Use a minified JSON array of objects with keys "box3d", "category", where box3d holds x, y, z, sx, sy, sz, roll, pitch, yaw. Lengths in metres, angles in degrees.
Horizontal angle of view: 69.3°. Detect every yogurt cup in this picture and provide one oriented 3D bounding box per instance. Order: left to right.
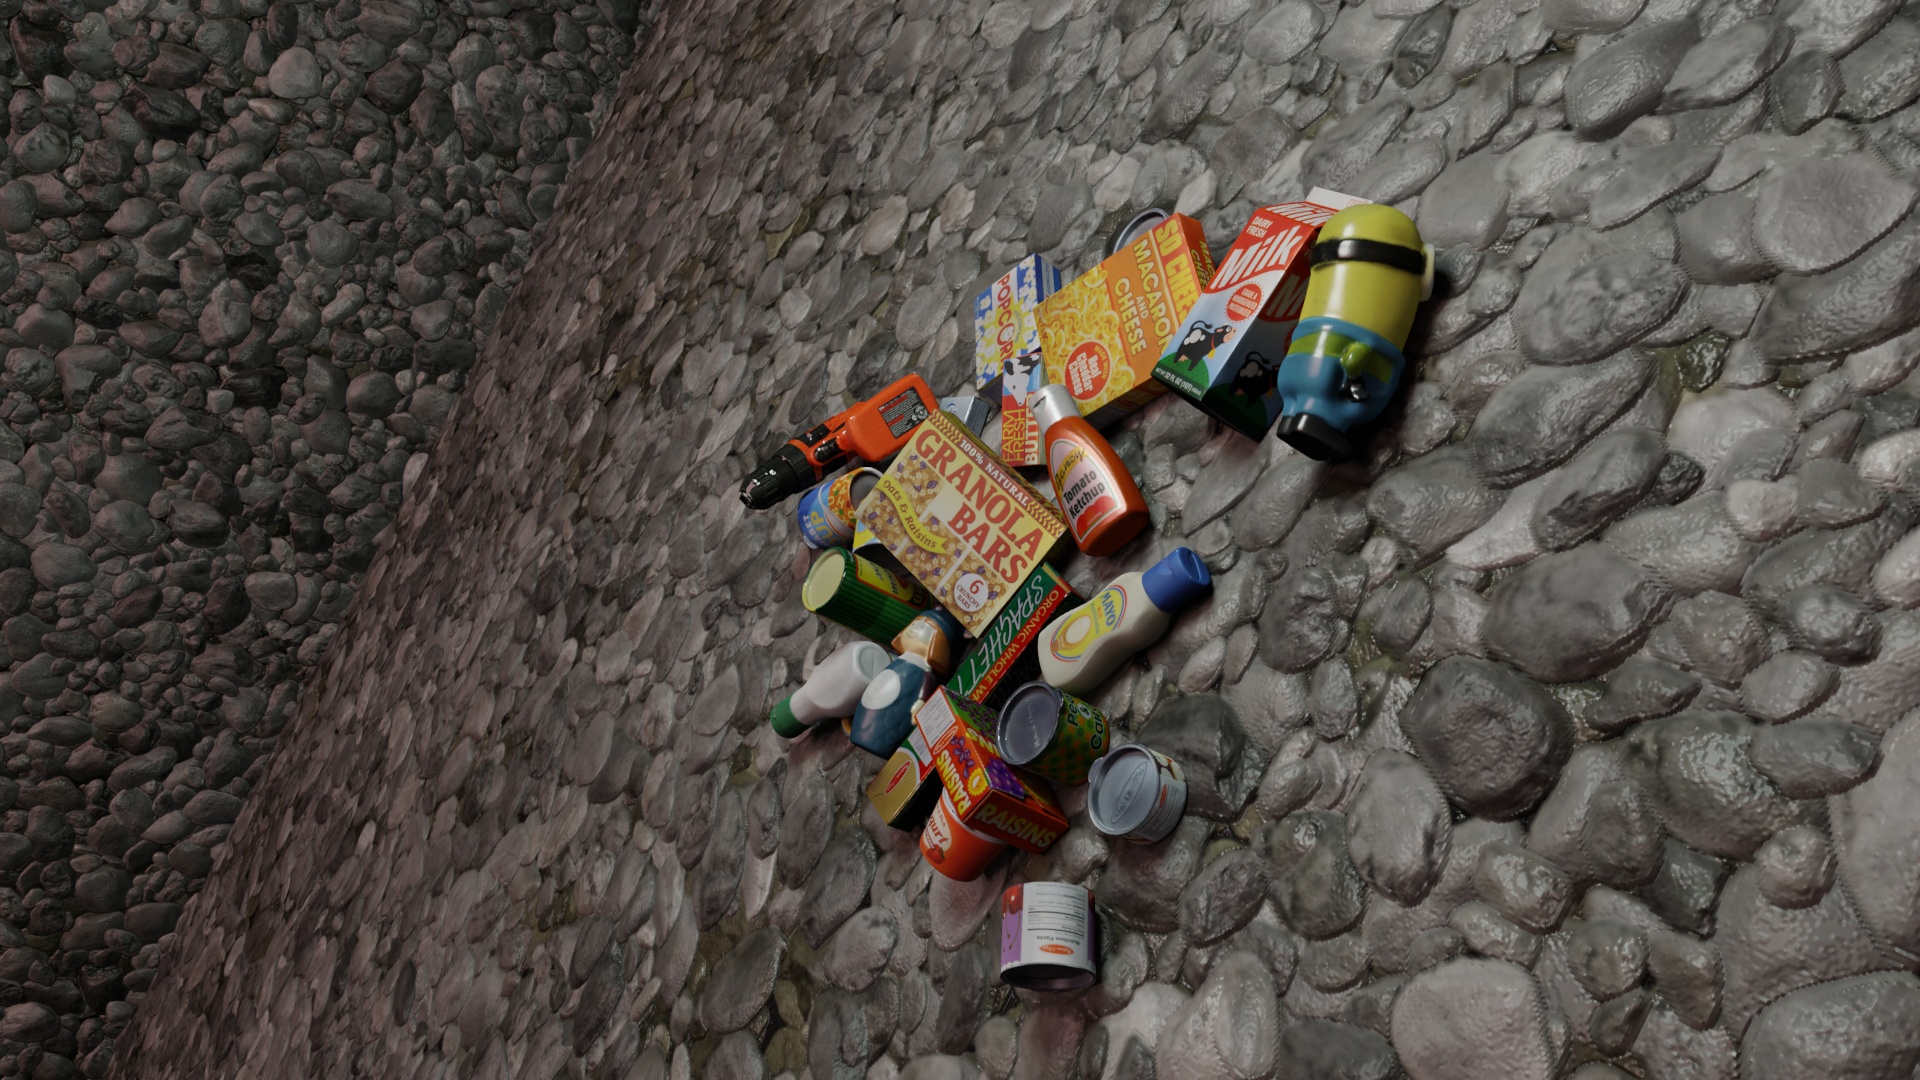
[{"box3d":[0.005,0.226,1.076,0.053,0.072,0.073,-58,33,20],"category":"yogurt cup"}]

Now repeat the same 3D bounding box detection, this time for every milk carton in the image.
[{"box3d":[0.235,-0.179,1.047,0.190,0.073,0.072,-58,34,6],"category":"milk carton"}]

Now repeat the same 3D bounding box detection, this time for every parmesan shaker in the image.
[{"box3d":[-0.084,0.055,1.274,0.071,0.103,0.071,-31,44,37],"category":"parmesan shaker"}]

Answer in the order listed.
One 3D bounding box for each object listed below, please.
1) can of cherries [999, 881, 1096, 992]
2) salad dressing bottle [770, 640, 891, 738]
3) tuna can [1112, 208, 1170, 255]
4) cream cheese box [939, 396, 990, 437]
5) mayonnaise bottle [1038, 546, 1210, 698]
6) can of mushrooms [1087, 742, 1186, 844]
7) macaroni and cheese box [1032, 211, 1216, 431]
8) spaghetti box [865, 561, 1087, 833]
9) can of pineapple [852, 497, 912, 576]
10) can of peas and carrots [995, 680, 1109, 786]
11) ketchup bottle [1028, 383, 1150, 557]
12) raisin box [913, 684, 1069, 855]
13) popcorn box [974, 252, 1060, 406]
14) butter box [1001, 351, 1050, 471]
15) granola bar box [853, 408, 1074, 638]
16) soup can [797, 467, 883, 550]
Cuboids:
[{"box3d":[0.060,0.276,0.966,0.071,0.071,0.059,-29,46,39],"category":"can of cherries"},{"box3d":[-0.123,0.142,1.292,0.147,0.044,0.064,-35,44,40],"category":"salad dressing bottle"},{"box3d":[0.168,-0.253,1.223,0.071,0.033,0.071,-32,44,37],"category":"tuna can"},{"box3d":[-0.010,-0.089,1.350,0.053,0.024,0.104,1,68,52],"category":"cream cheese box"},{"box3d":[0.123,0.059,1.056,0.147,0.041,0.065,-40,38,30],"category":"mayonnaise bottle"},{"box3d":[0.123,0.178,0.979,0.070,0.033,0.071,-31,45,38],"category":"can of mushrooms"},{"box3d":[0.144,-0.179,1.169,0.166,0.040,0.124,-29,64,38],"category":"macaroni and cheese box"},{"box3d":[0.013,0.131,1.147,0.249,0.028,0.050,-53,38,8],"category":"spaghetti box"},{"box3d":[-0.069,-0.004,1.331,0.070,0.071,0.058,-26,47,41],"category":"can of pineapple"},{"box3d":[0.071,0.145,1.048,0.070,0.058,0.071,-31,45,36],"category":"can of peas and carrots"},{"box3d":[0.099,-0.062,1.135,0.064,0.043,0.149,-44,54,32],"category":"ketchup bottle"},{"box3d":[0.023,0.175,1.065,0.040,0.086,0.124,-48,36,14],"category":"raisin box"},{"box3d":[0.056,-0.202,1.329,0.085,0.038,0.127,-32,44,35],"category":"popcorn box"},{"box3d":[0.062,-0.114,1.244,0.053,0.024,0.103,-2,86,52],"category":"butter box"},{"box3d":[0.004,-0.015,1.198,0.166,0.039,0.124,44,105,23],"category":"granola bar box"},{"box3d":[-0.116,-0.030,1.408,0.083,0.071,0.071,-20,52,45],"category":"soup can"}]
